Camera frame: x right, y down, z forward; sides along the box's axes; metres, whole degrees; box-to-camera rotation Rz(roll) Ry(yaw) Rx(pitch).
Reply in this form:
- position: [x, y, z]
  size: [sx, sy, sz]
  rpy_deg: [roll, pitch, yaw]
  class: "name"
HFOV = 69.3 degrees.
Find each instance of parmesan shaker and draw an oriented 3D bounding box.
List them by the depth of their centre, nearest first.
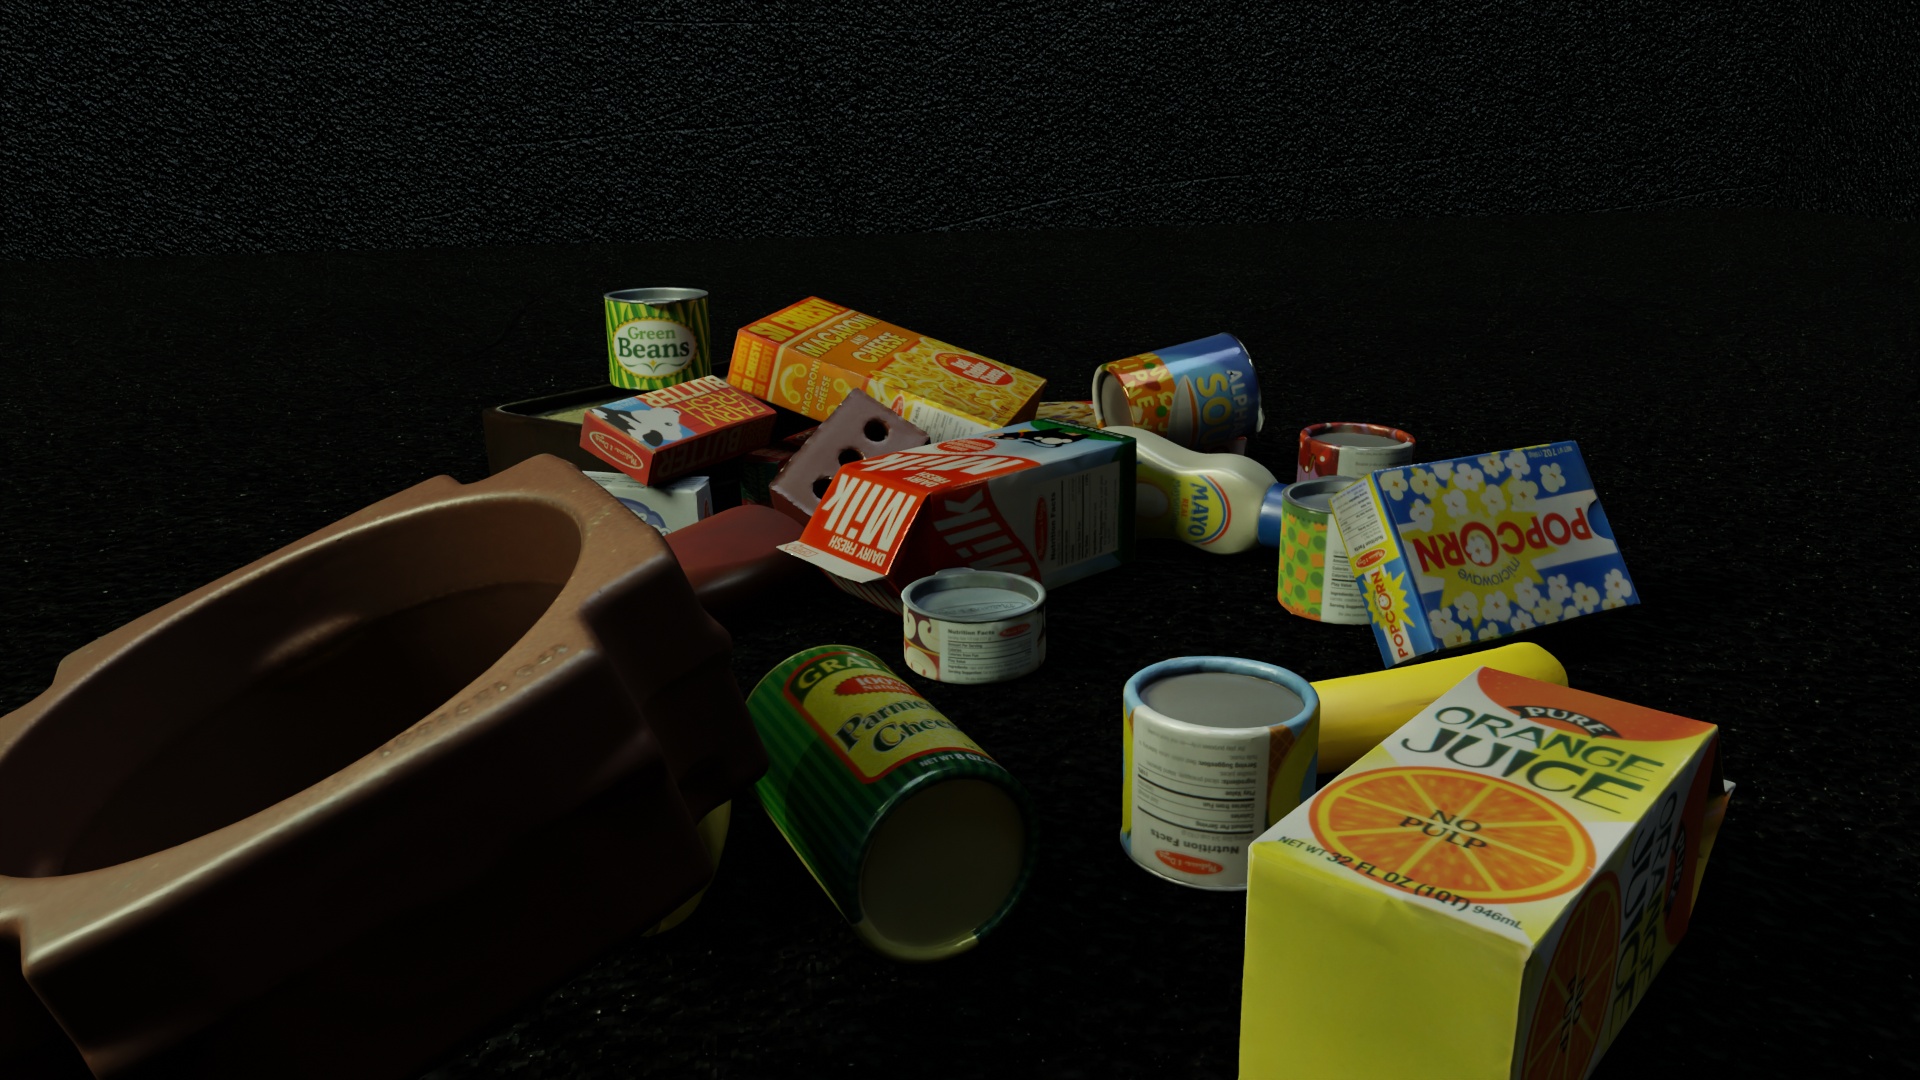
- position: [-0.024, 0.083, 0.454]
  size: [0.071, 0.071, 0.103]
  rpy_deg: [-10, 20, -26]
  class: "parmesan shaker"

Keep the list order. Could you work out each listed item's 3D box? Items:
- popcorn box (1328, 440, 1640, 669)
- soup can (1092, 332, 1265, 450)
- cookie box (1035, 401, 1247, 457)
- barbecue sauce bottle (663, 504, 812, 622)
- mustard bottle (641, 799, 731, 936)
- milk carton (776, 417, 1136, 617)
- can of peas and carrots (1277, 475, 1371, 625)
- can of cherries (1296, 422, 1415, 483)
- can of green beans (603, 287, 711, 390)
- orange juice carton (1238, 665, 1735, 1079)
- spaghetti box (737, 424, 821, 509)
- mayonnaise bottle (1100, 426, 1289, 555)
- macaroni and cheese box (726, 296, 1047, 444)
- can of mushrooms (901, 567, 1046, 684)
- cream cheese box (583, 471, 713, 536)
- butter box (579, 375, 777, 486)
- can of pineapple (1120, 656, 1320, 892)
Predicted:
- position: [0.242, 0.005, 0.643]
  size: [0.127, 0.085, 0.038]
  rpy_deg: [-9, -16, -24]
  class: "popcorn box"
- position: [0.133, -0.084, 0.849]
  size: [0.084, 0.071, 0.071]
  rpy_deg: [-16, 21, -13]
  class: "soup can"
- position: [0.099, -0.062, 0.939]
  size: [0.167, 0.040, 0.123]
  rpy_deg: [-2, 18, -1]
  class: "cookie box"
- position: [-0.140, 0.022, 0.682]
  size: [0.065, 0.043, 0.149]
  rpy_deg: [14, 23, 29]
  class: "barbecue sauce bottle"
- position: [-0.108, 0.089, 0.465]
  size: [0.065, 0.048, 0.161]
  rpy_deg: [-8, 20, -10]
  class: "mustard bottle"
- position: [0.003, -0.009, 0.723]
  size: [0.191, 0.073, 0.072]
  rpy_deg: [-17, 24, -40]
  class: "milk carton"
- position: [0.193, 0.004, 0.698]
  size: [0.071, 0.058, 0.071]
  rpy_deg: [-1, 17, 0]
  class: "can of peas and carrots"
- position: [0.230, -0.035, 0.817]
  size: [0.071, 0.058, 0.072]
  rpy_deg: [-1, 18, 0]
  class: "can of cherries"
- position: [-0.196, -0.131, 0.902]
  size: [0.071, 0.057, 0.071]
  rpy_deg: [0, 17, 0]
  class: "can of green beans"
- position: [0.160, 0.093, 0.400]
  size: [0.072, 0.072, 0.193]
  rpy_deg: [14, 22, 39]
  class: "orange juice carton"
- position: [-0.061, -0.059, 0.920]
  size: [0.028, 0.050, 0.251]
  rpy_deg: [7, 20, 27]
  class: "spaghetti box"
- position: [0.139, -0.022, 0.782]
  size: [0.148, 0.064, 0.041]
  rpy_deg: [14, 24, 30]
  class: "mayonnaise bottle"
- position: [-0.042, -0.096, 0.854]
  size: [0.166, 0.040, 0.124]
  rpy_deg: [21, 23, 9]
  class: "macaroni and cheese box"
- position: [0.006, 0.038, 0.641]
  size: [0.071, 0.033, 0.071]
  rpy_deg: [-1, 18, 1]
  class: "can of mushrooms"
- position: [-0.186, -0.009, 0.766]
  size: [0.104, 0.053, 0.024]
  rpy_deg: [3, 20, 14]
  class: "cream cheese box"
- position: [-0.155, -0.063, 0.774]
  size: [0.053, 0.024, 0.104]
  rpy_deg: [30, 30, 22]
  class: "butter box"
- position: [0.089, 0.077, 0.476]
  size: [0.071, 0.057, 0.071]
  rpy_deg: [-1, 17, 0]
  class: "can of pineapple"
